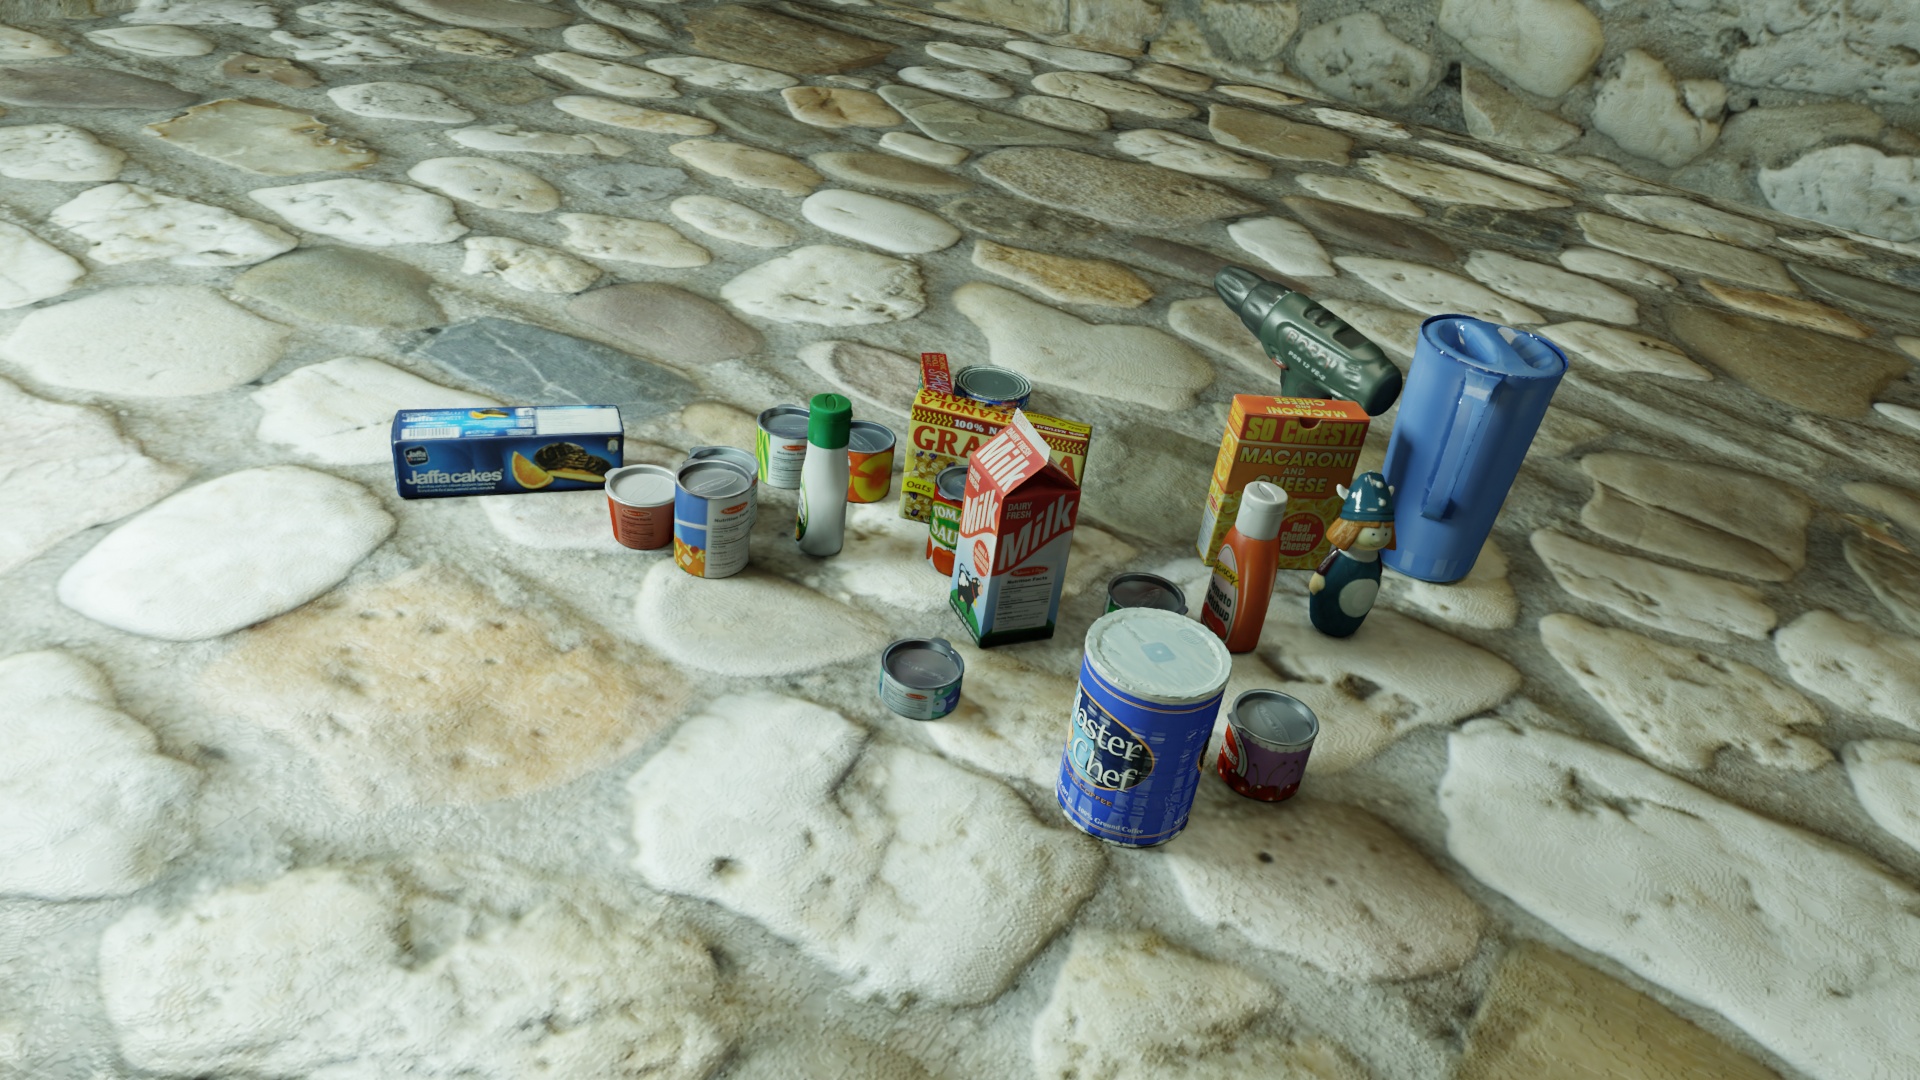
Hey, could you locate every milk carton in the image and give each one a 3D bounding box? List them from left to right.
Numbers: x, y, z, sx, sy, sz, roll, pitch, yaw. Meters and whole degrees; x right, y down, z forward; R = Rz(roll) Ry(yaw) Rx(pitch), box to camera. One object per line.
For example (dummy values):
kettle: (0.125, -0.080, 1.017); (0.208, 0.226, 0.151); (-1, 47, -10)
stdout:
milk carton: (0.046, -0.011, 1.157); (0.073, 0.189, 0.072); (-6, 35, -22)

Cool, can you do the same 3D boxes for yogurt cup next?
yogurt cup: (-0.281, -0.028, 1.235); (0.072, 0.053, 0.073); (6, 32, -4)

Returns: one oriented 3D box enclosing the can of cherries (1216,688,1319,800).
can of cherries: (0.232, 0.156, 1.062); (0.071, 0.058, 0.072); (6, 32, -4)

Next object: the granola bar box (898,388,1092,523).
granola bar box: (0.031, -0.064, 1.301); (0.166, 0.123, 0.039); (12, 32, 6)

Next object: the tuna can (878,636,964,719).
tuna can: (-0.030, 0.108, 1.100); (0.071, 0.032, 0.071); (6, 32, -4)

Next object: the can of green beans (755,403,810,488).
can of green beans: (-0.167, -0.091, 1.358); (0.071, 0.057, 0.071); (6, 32, -4)

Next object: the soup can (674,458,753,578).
soup can: (-0.217, -0.020, 1.210); (0.071, 0.083, 0.072); (6, 32, -4)

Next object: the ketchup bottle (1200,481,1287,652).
ketchup bottle: (0.246, 0.021, 1.194); (0.043, 0.148, 0.065); (-3, 34, -19)

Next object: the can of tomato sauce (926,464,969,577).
can of tomato sauce: (0.004, -0.016, 1.256); (0.071, 0.082, 0.071); (6, 32, -4)

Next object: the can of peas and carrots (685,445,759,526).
can of peas and carrots: (-0.221, -0.047, 1.274); (0.071, 0.058, 0.071); (6, 32, -4)

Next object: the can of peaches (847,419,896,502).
can of peaches: (-0.100, -0.077, 1.351); (0.071, 0.057, 0.071); (6, 32, -4)

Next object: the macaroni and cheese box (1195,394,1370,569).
macaroni and cheese box: (0.301, -0.052, 1.306); (0.124, 0.165, 0.040); (2, 32, -10)

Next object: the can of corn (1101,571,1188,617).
can of corn: (0.155, 0.070, 1.180); (0.071, 0.058, 0.071); (6, 32, -4)

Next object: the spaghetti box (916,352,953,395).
spaghetti box: (-0.022, -0.123, 1.450); (0.029, 0.050, 0.251); (3, 32, -8)

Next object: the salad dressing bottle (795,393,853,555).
salad dressing bottle: (-0.120, -0.058, 1.233); (0.044, 0.146, 0.064); (3, 32, -9)
